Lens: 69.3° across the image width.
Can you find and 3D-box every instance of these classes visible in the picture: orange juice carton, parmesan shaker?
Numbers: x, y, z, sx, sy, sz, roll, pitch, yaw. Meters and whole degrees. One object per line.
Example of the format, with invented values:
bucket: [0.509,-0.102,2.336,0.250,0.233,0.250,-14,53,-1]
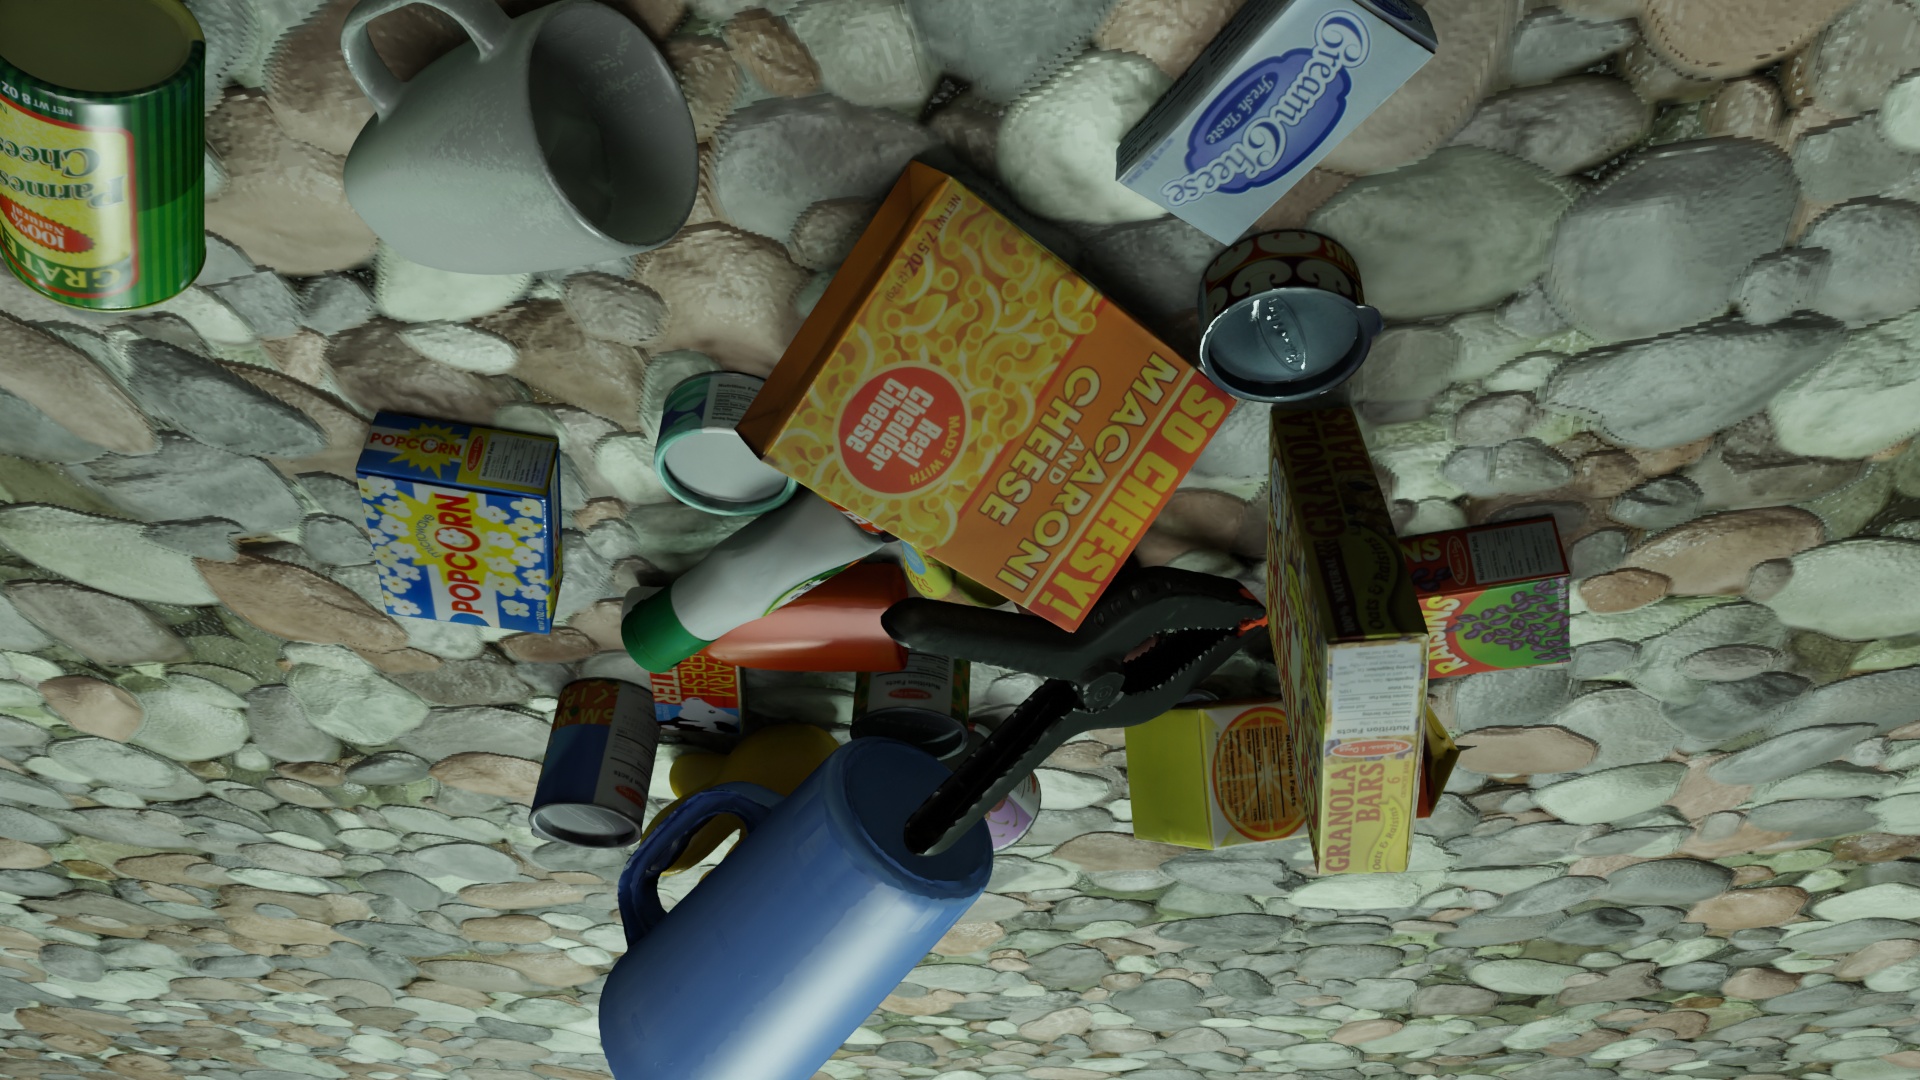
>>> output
orange juice carton: [0.190,0.121,0.764,0.193,0.073,0.071,-1,174,-28]
parmesan shaker: [-0.301,-0.139,0.480,0.071,0.071,0.102,16,142,-18]

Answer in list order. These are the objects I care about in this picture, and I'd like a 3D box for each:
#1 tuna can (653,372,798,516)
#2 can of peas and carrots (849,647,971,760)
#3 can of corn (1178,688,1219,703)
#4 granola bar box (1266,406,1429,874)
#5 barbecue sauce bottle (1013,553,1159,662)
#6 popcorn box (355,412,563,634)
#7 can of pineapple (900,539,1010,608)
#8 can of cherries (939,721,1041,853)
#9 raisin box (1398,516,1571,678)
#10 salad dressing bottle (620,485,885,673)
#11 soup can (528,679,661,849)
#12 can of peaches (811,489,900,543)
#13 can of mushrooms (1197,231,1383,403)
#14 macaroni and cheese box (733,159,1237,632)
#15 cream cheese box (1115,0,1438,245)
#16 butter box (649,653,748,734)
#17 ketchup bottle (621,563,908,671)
tuna can: [-0.106,-0.041,0.632,0.071,0.033,0.070,1,144,1]
can of peas and carrots: [-0.028,0.086,0.785,0.071,0.059,0.070,2,145,1]
can of corn: [0.151,0.132,0.827,0.058,0.071,0.071,29,137,-33]
granola bar box: [0.159,0.037,0.587,0.039,0.166,0.123,-3,125,6]
barbecue sauce bottle: [0.078,0.051,0.741,0.065,0.044,0.148,-23,140,10]
popcorn box: [-0.243,-0.005,0.687,0.085,0.038,0.126,8,144,-9]
can of pineapple: [0.002,-0.008,0.642,0.071,0.071,0.057,0,145,3]
can of cherries: [0.007,0.157,0.872,0.071,0.072,0.058,-16,140,23]
raisin box: [0.245,0.036,0.714,0.123,0.040,0.085,-9,144,17]
salad dressing bottle: [-0.103,0.017,0.677,0.147,0.064,0.044,-31,98,25]
soup can: [-0.222,0.136,0.845,0.071,0.084,0.071,2,144,1]
can of peaches: [-0.040,-0.043,0.594,0.071,0.071,0.058,-23,136,31]
can of mushrooms: [0.130,-0.088,0.552,0.071,0.033,0.070,2,144,2]
macaroni and cheese box: [0.015,-0.051,0.552,0.166,0.040,0.123,30,98,-34]
cream cheese box: [0.104,-0.150,0.475,0.053,0.024,0.103,21,140,-25]
butter box: [-0.153,0.079,0.811,0.053,0.024,0.103,4,145,-4]
ketchup bottle: [-0.103,0.042,0.740,0.149,0.044,0.064,-1,135,5]
